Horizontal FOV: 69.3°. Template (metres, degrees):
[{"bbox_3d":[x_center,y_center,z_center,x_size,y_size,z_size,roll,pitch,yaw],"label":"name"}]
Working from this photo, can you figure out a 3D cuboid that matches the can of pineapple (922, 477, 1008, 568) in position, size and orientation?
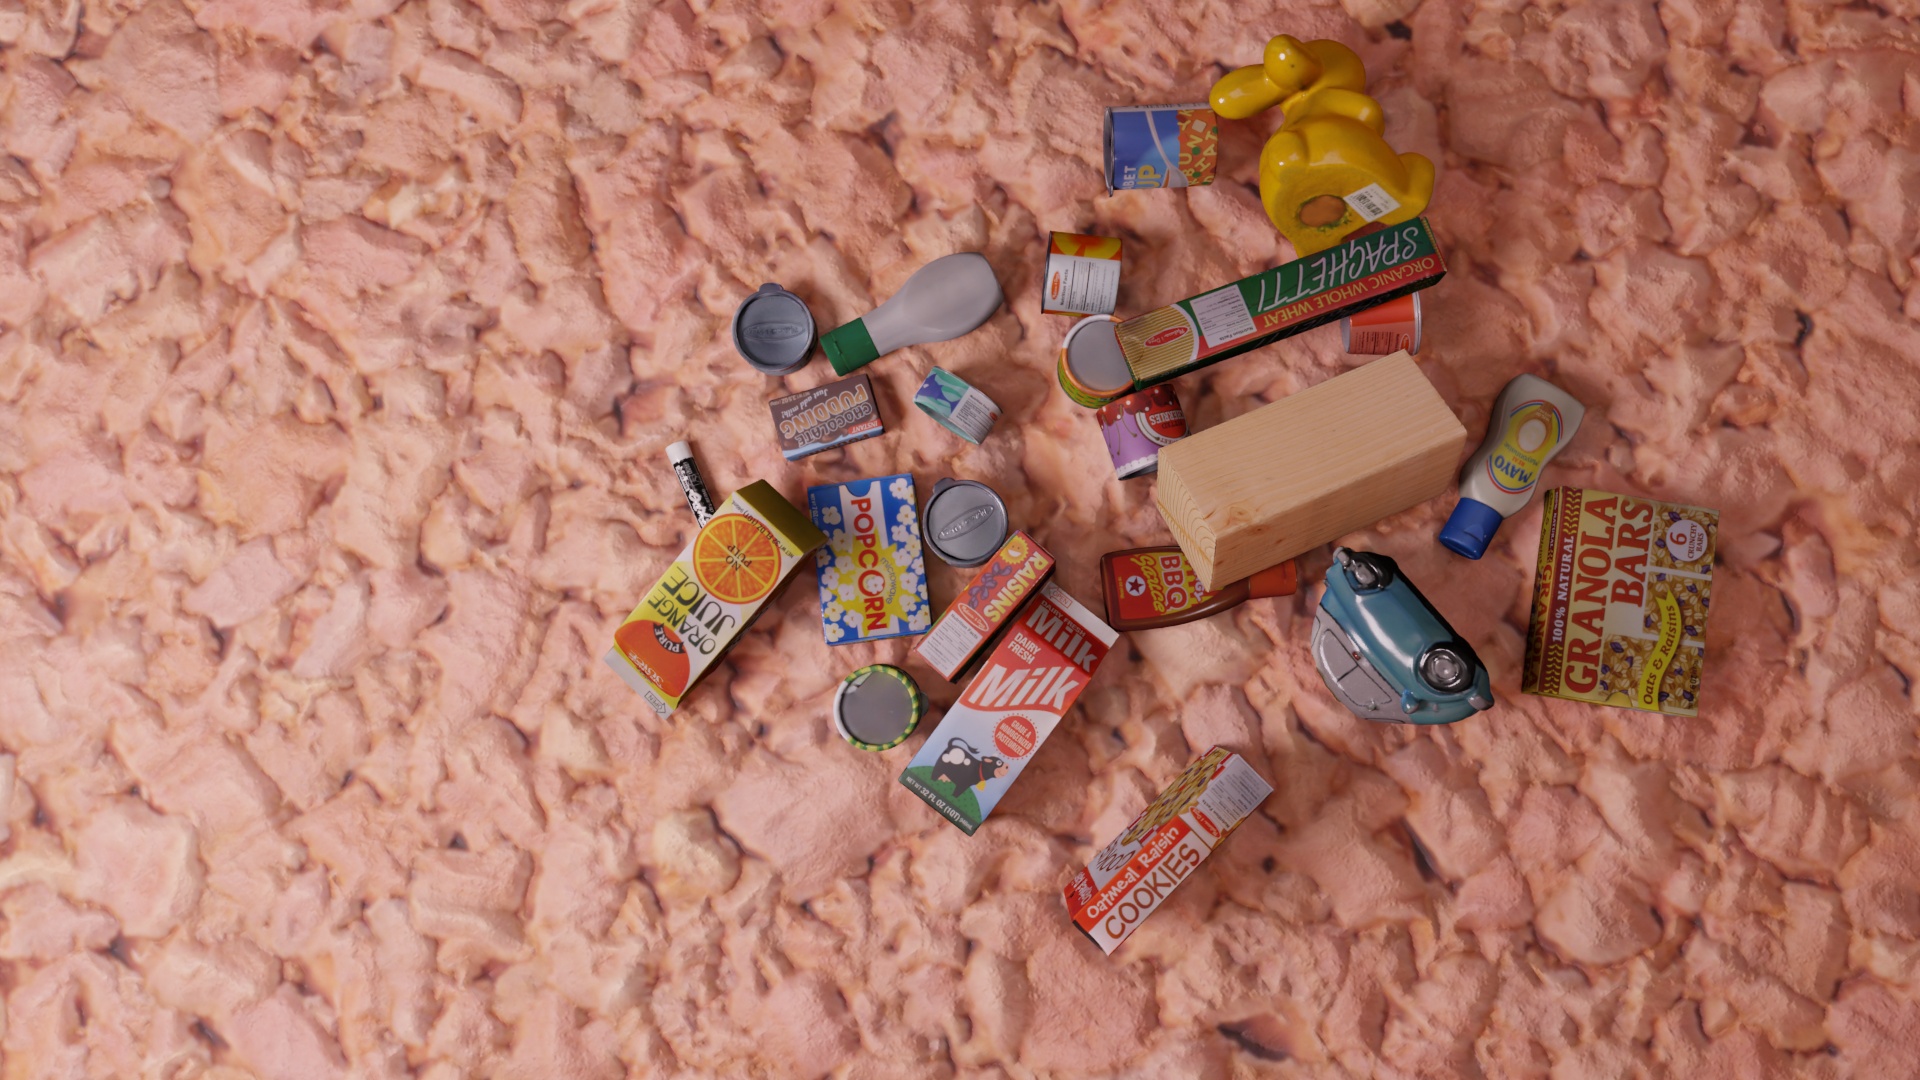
[{"bbox_3d":[0.004,-0.014,1.090,0.071,0.058,0.071,0,85,0],"label":"can of pineapple"}]

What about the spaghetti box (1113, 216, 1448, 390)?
[{"bbox_3d":[0.242,-0.179,1.053,0.250,0.028,0.050,-19,77,-1],"label":"spaghetti box"}]

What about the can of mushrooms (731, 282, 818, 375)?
[{"bbox_3d":[-0.149,-0.169,1.118,0.071,0.033,0.071,0,85,1],"label":"can of mushrooms"}]

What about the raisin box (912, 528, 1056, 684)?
[{"bbox_3d":[0.020,0.052,1.070,0.040,0.086,0.123,42,87,8],"label":"raisin box"}]

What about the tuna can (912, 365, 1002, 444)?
[{"bbox_3d":[-0.004,-0.107,1.096,0.071,0.071,0.033,33,87,3],"label":"tuna can"}]

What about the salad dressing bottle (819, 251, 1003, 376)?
[{"bbox_3d":[-0.040,-0.179,1.113,0.148,0.044,0.064,-26,87,-1],"label":"salad dressing bottle"}]

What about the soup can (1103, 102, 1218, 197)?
[{"bbox_3d":[0.159,-0.312,1.111,0.084,0.071,0.071,-2,85,0],"label":"soup can"}]

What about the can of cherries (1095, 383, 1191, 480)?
[{"bbox_3d":[0.147,-0.085,1.089,0.071,0.071,0.058,-18,84,-1],"label":"can of cherries"}]

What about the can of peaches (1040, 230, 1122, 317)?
[{"bbox_3d":[0.096,-0.211,1.104,0.058,0.071,0.071,6,85,1],"label":"can of peaches"}]

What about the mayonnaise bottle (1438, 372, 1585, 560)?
[{"bbox_3d":[0.430,-0.056,1.097,0.065,0.041,0.148,31,85,1],"label":"mayonnaise bottle"}]

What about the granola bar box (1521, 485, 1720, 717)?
[{"bbox_3d":[0.516,0.048,1.088,0.124,0.039,0.165,9,85,2],"label":"granola bar box"}]

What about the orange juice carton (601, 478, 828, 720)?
[{"bbox_3d":[-0.194,0.048,1.065,0.072,0.073,0.192,42,104,1],"label":"orange juice carton"}]

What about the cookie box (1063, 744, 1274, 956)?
[{"bbox_3d":[0.150,0.225,1.034,0.167,0.123,0.040,-44,85,-3],"label":"cookie box"}]

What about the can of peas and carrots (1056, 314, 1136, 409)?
[{"bbox_3d":[0.113,-0.139,1.100,0.071,0.058,0.071,0,85,1],"label":"can of peas and carrots"}]

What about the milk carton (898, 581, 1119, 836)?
[{"bbox_3d":[0.038,0.127,1.070,0.072,0.073,0.190,38,86,4],"label":"milk carton"}]

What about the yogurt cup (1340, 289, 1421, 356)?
[{"bbox_3d":[0.331,-0.177,1.099,0.054,0.072,0.072,-5,85,8],"label":"yogurt cup"}]

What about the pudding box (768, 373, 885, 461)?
[{"bbox_3d":[-0.107,-0.098,1.113,0.084,0.030,0.049,-16,86,-1],"label":"pudding box"}]

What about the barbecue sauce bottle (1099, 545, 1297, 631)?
[{"bbox_3d":[0.187,0.033,1.091,0.149,0.043,0.065,-6,77,0],"label":"barbecue sauce bottle"}]

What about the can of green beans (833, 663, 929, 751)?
[{"bbox_3d":[-0.063,0.129,1.078,0.071,0.058,0.071,0,85,1],"label":"can of green beans"}]

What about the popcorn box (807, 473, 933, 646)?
[{"bbox_3d":[-0.071,0.016,1.098,0.085,0.038,0.126,-8,85,1],"label":"popcorn box"}]
